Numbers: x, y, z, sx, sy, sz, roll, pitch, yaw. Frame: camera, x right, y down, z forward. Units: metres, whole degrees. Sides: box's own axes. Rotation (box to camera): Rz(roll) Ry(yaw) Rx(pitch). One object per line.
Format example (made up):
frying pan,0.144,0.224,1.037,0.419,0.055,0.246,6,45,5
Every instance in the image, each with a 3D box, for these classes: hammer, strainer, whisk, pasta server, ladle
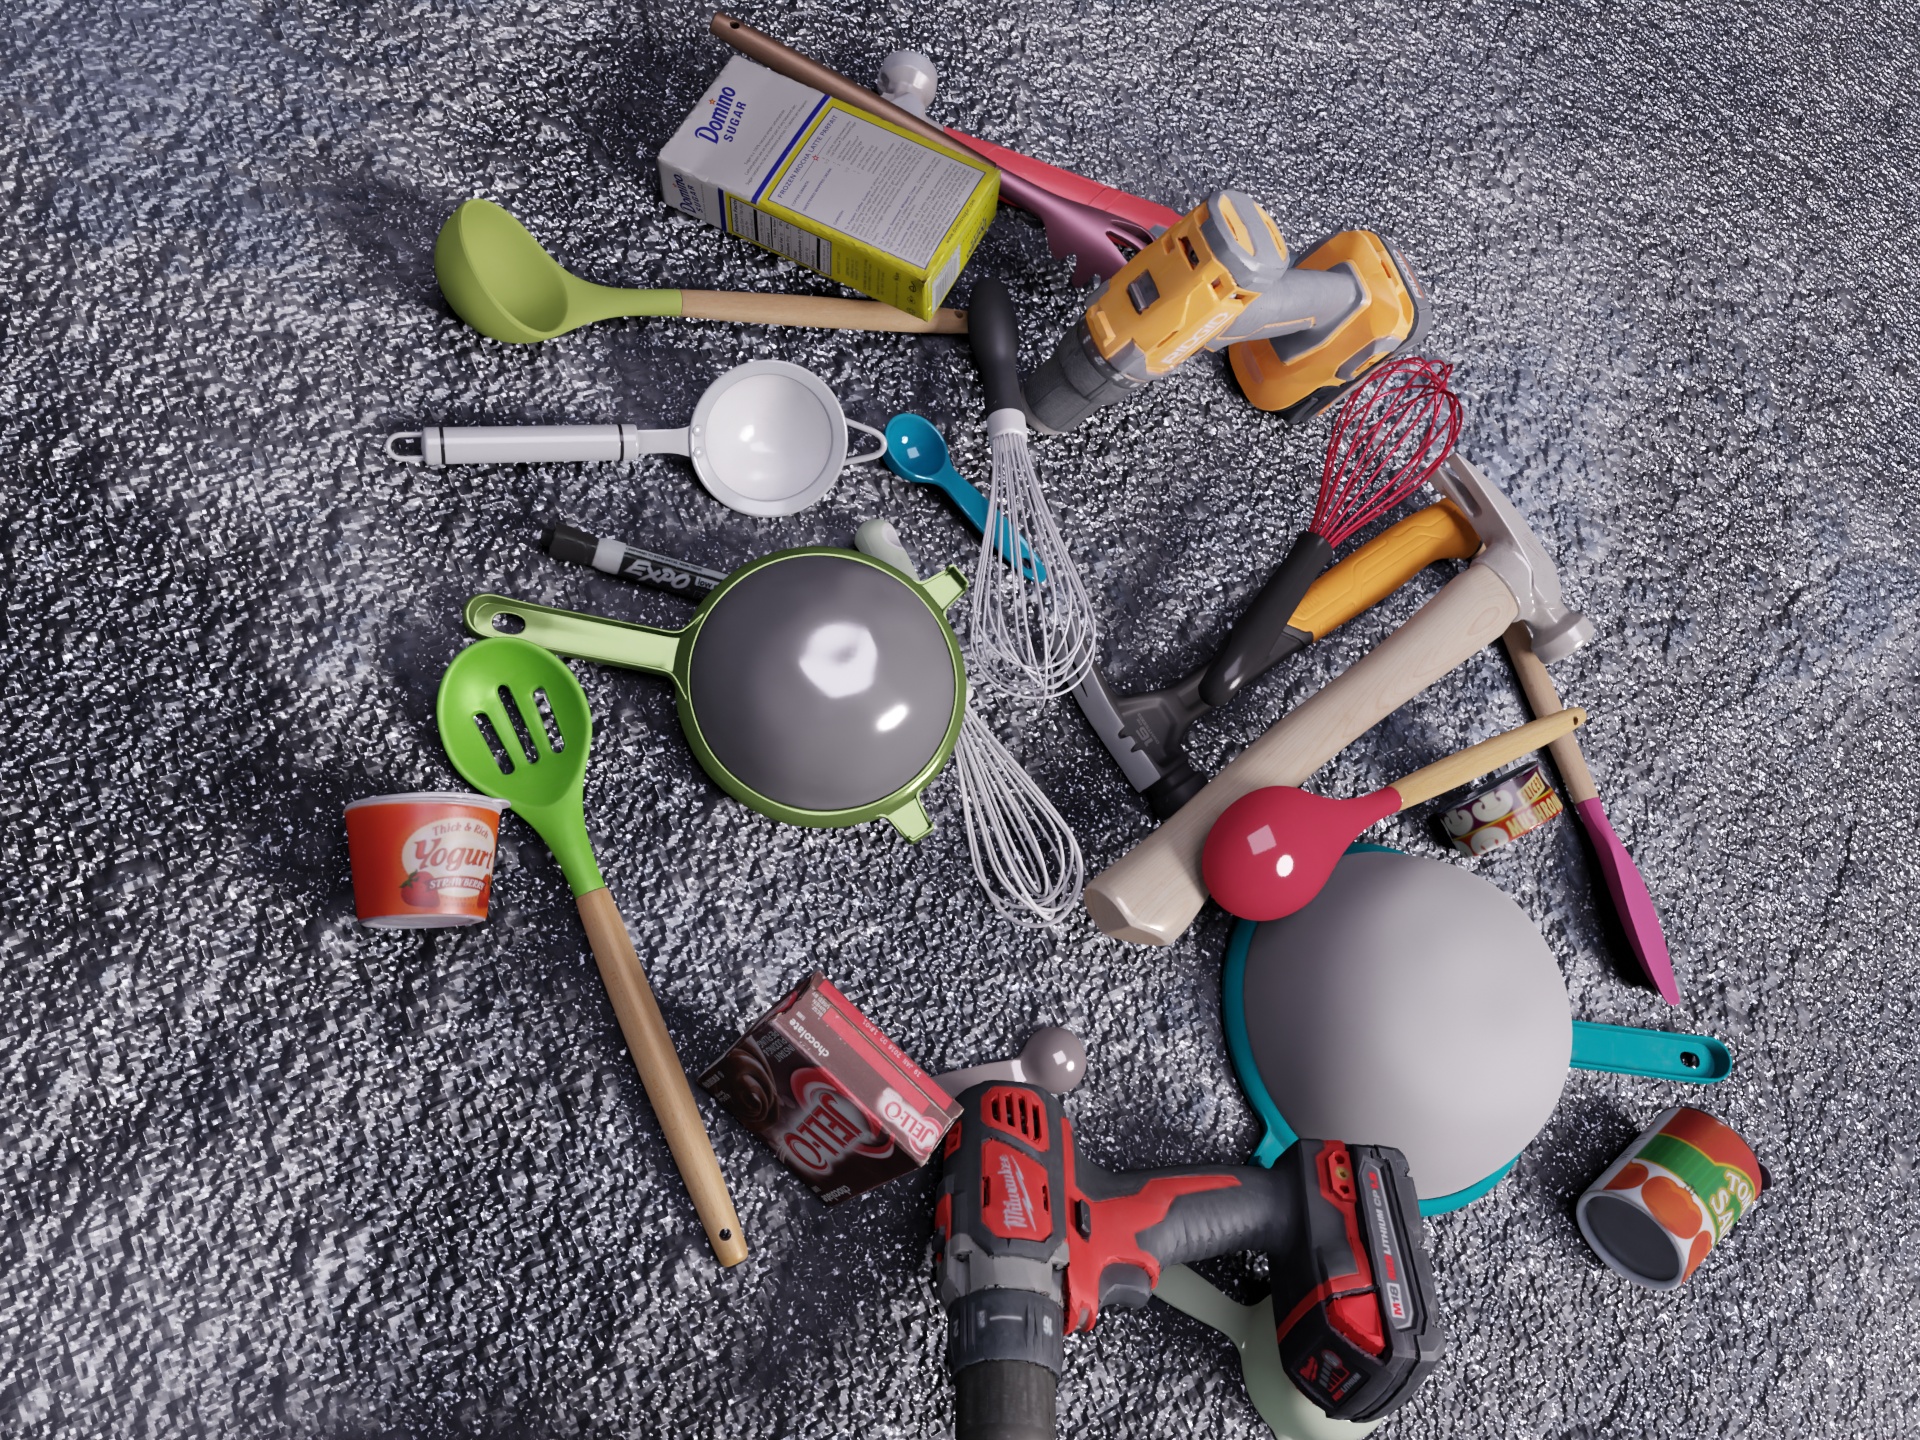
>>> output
hammer,0.207,-0.069,0.973,0.337,0.034,0.127,-31,84,-30
hammer,0.213,-0.012,0.914,0.410,0.038,0.146,-35,89,-30
strainer,-0.169,-0.150,0.846,0.258,0.050,0.086,-5,114,-19
hammer,0.122,-0.309,1.035,0.386,0.038,0.143,14,66,-17
whisk,0.030,-0.138,0.902,0.070,0.070,0.285,4,64,-21
pasta server,-0.008,-0.337,0.959,0.316,0.040,0.060,27,64,-7
strainer,-0.117,-0.036,0.784,0.256,0.069,0.151,11,73,-8
ladle,0.257,0.038,0.889,0.315,0.031,0.069,-18,99,-34
whisk,-0.001,-0.003,0.855,0.057,0.059,0.246,5,57,-61
strainer,0.316,0.167,0.885,0.340,0.095,0.211,10,65,-17
ladle,-0.129,-0.240,0.892,0.320,0.062,0.078,-3,66,-27
whisk,0.220,-0.117,0.945,0.073,0.073,0.296,40,65,-3

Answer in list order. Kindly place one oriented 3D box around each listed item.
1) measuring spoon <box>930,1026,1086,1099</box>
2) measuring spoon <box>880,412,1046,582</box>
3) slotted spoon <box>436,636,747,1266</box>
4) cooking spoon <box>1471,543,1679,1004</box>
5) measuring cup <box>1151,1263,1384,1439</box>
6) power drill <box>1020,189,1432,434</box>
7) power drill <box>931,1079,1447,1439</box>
measuring spoon,0.011,0.181,0.796,0.124,0.018,0.034,-12,74,-25
measuring spoon,0.000,-0.124,0.923,0.128,0.021,0.042,45,51,-10
slotted spoon,-0.167,0.106,0.748,0.070,0.031,0.314,-22,81,-12
cooking spoon,0.389,0.028,1.014,0.068,0.017,0.319,9,60,-54
measuring cup,0.146,0.298,0.791,0.167,0.038,0.083,33,60,-9
power drill,0.157,-0.230,0.962,0.226,0.185,0.084,-7,70,-45
power drill,0.098,0.267,0.728,0.226,0.080,0.188,10,45,-9
